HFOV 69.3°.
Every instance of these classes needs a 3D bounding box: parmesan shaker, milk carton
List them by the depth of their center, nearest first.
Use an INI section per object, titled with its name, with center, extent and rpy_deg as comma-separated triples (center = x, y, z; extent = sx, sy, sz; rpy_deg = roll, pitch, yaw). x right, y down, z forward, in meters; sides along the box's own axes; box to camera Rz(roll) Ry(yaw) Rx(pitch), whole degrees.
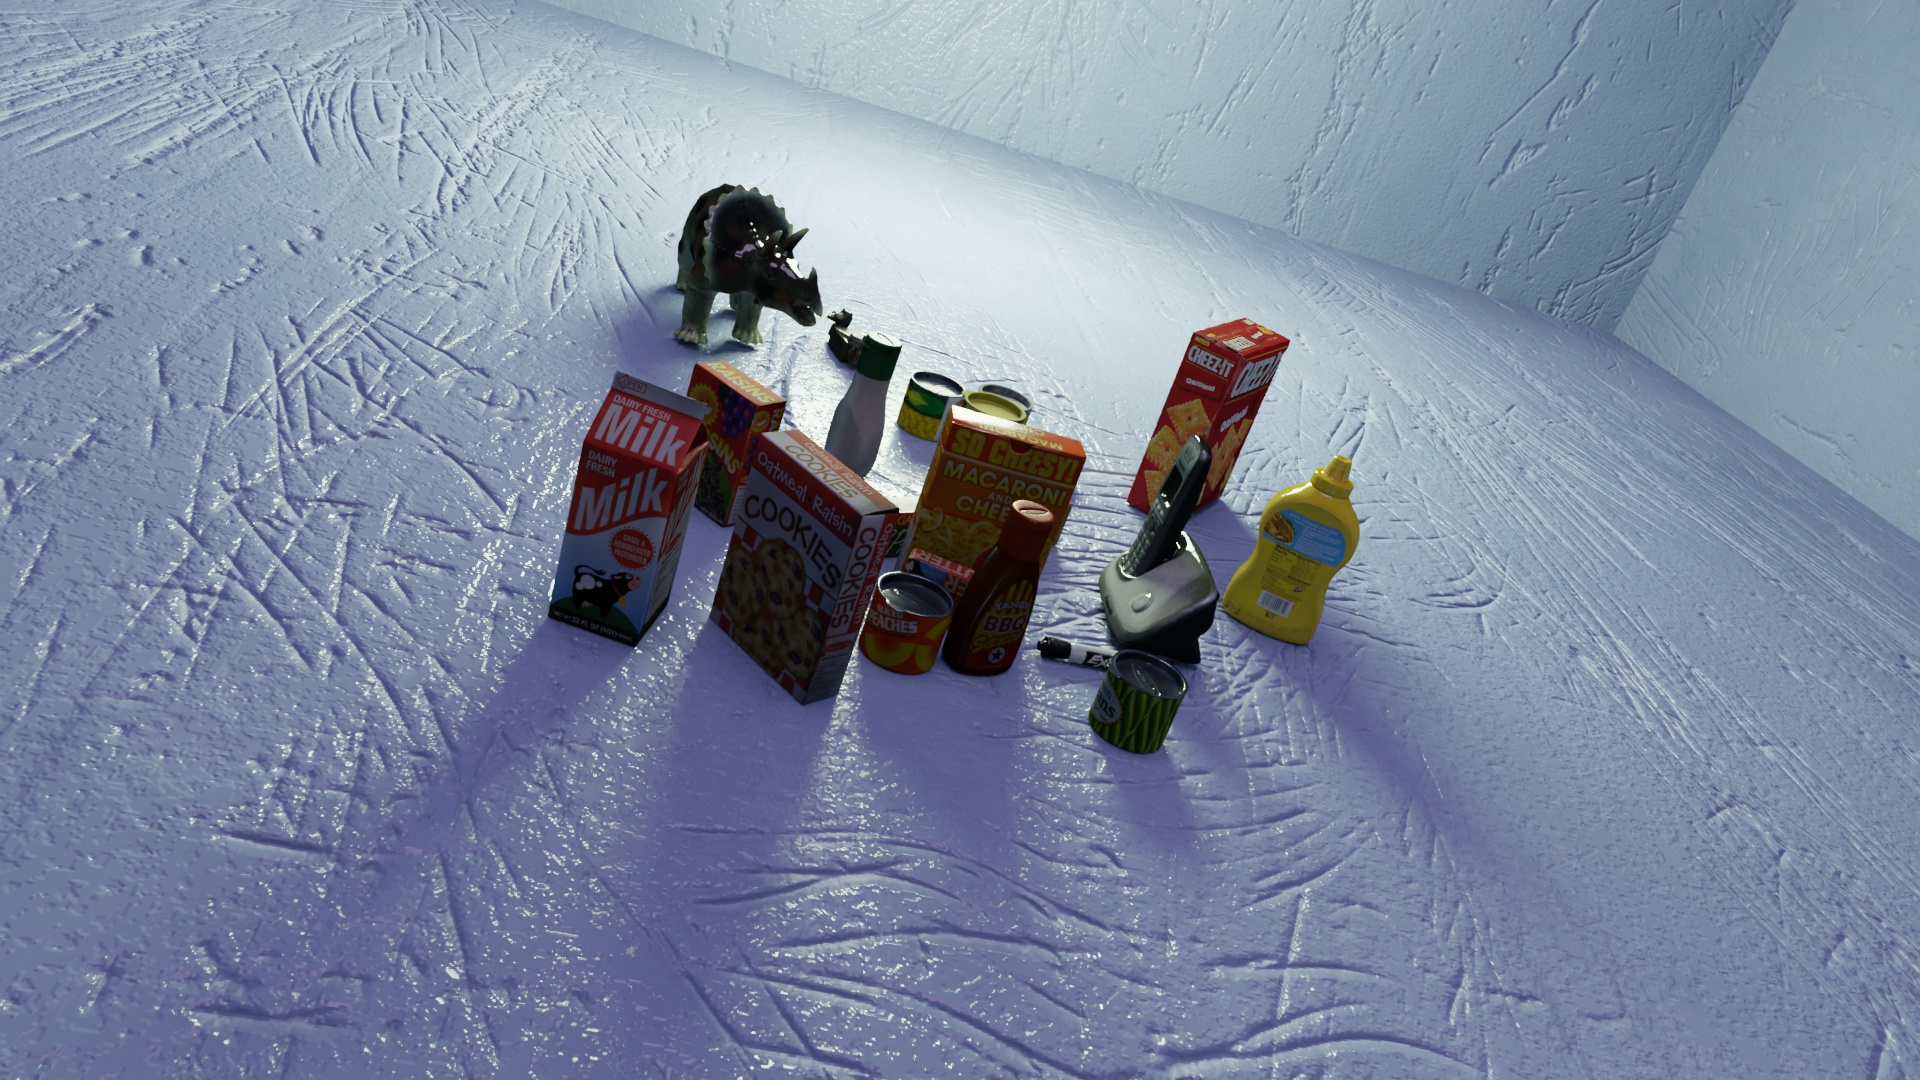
[milk carton]
center = -0.239, -0.027, 1.016
extent = 0.072, 0.189, 0.074
rpy_deg = 20, 25, 0
[parmesan shaker]
center = 0.018, -0.095, 1.437
extent = 0.071, 0.102, 0.071
rpy_deg = 16, 25, -8

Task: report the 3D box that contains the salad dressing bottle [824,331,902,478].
[salad dressing bottle]
center = -0.096, -0.133, 1.380
extent = 0.044, 0.147, 0.064
rpy_deg = -1, 32, -37

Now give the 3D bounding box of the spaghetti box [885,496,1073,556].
[spaghetti box]
center = 0.005, -0.017, 1.333
extent = 0.251, 0.050, 0.029
rpy_deg = -4, 34, -40

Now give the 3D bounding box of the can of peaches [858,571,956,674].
[can of peaches]
center = -0.045, 0.067, 1.122
extent = 0.071, 0.057, 0.071
rpy_deg = 16, 25, -8

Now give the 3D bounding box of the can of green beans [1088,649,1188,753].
[can of green beans]
center = 0.144, 0.131, 1.131
extent = 0.071, 0.057, 0.071
rpy_deg = 16, 25, -8

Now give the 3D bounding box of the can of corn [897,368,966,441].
[can of corn]
center = -0.035, -0.153, 1.566
extent = 0.071, 0.058, 0.071
rpy_deg = 16, 25, -8

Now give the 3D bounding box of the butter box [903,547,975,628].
[butter box]
center = -0.002, 0.050, 1.193
extent = 0.103, 0.053, 0.024
rpy_deg = 21, 25, 2

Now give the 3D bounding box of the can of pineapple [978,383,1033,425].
[can of pineapple]
center = 0.043, -0.139, 1.595
extent = 0.071, 0.057, 0.071
rpy_deg = 16, 25, -8

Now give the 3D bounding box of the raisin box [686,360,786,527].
[raisin box]
center = -0.209, -0.086, 1.233
extent = 0.086, 0.122, 0.040
rpy_deg = 34, 29, 28

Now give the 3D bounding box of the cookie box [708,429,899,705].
[cookie box]
center = -0.119, 0.018, 1.039
extent = 0.040, 0.166, 0.123
rpy_deg = -10, 38, -47

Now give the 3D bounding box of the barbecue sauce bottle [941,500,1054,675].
[barbecue sauce bottle]
center = 0.035, 0.039, 1.130
extent = 0.065, 0.147, 0.044
rpy_deg = 1, 31, -36

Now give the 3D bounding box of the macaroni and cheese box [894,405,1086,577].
[macaroni and cheese box]
center = 0.025, -0.023, 1.225
extent = 0.124, 0.165, 0.040
rpy_deg = 14, 26, -12
